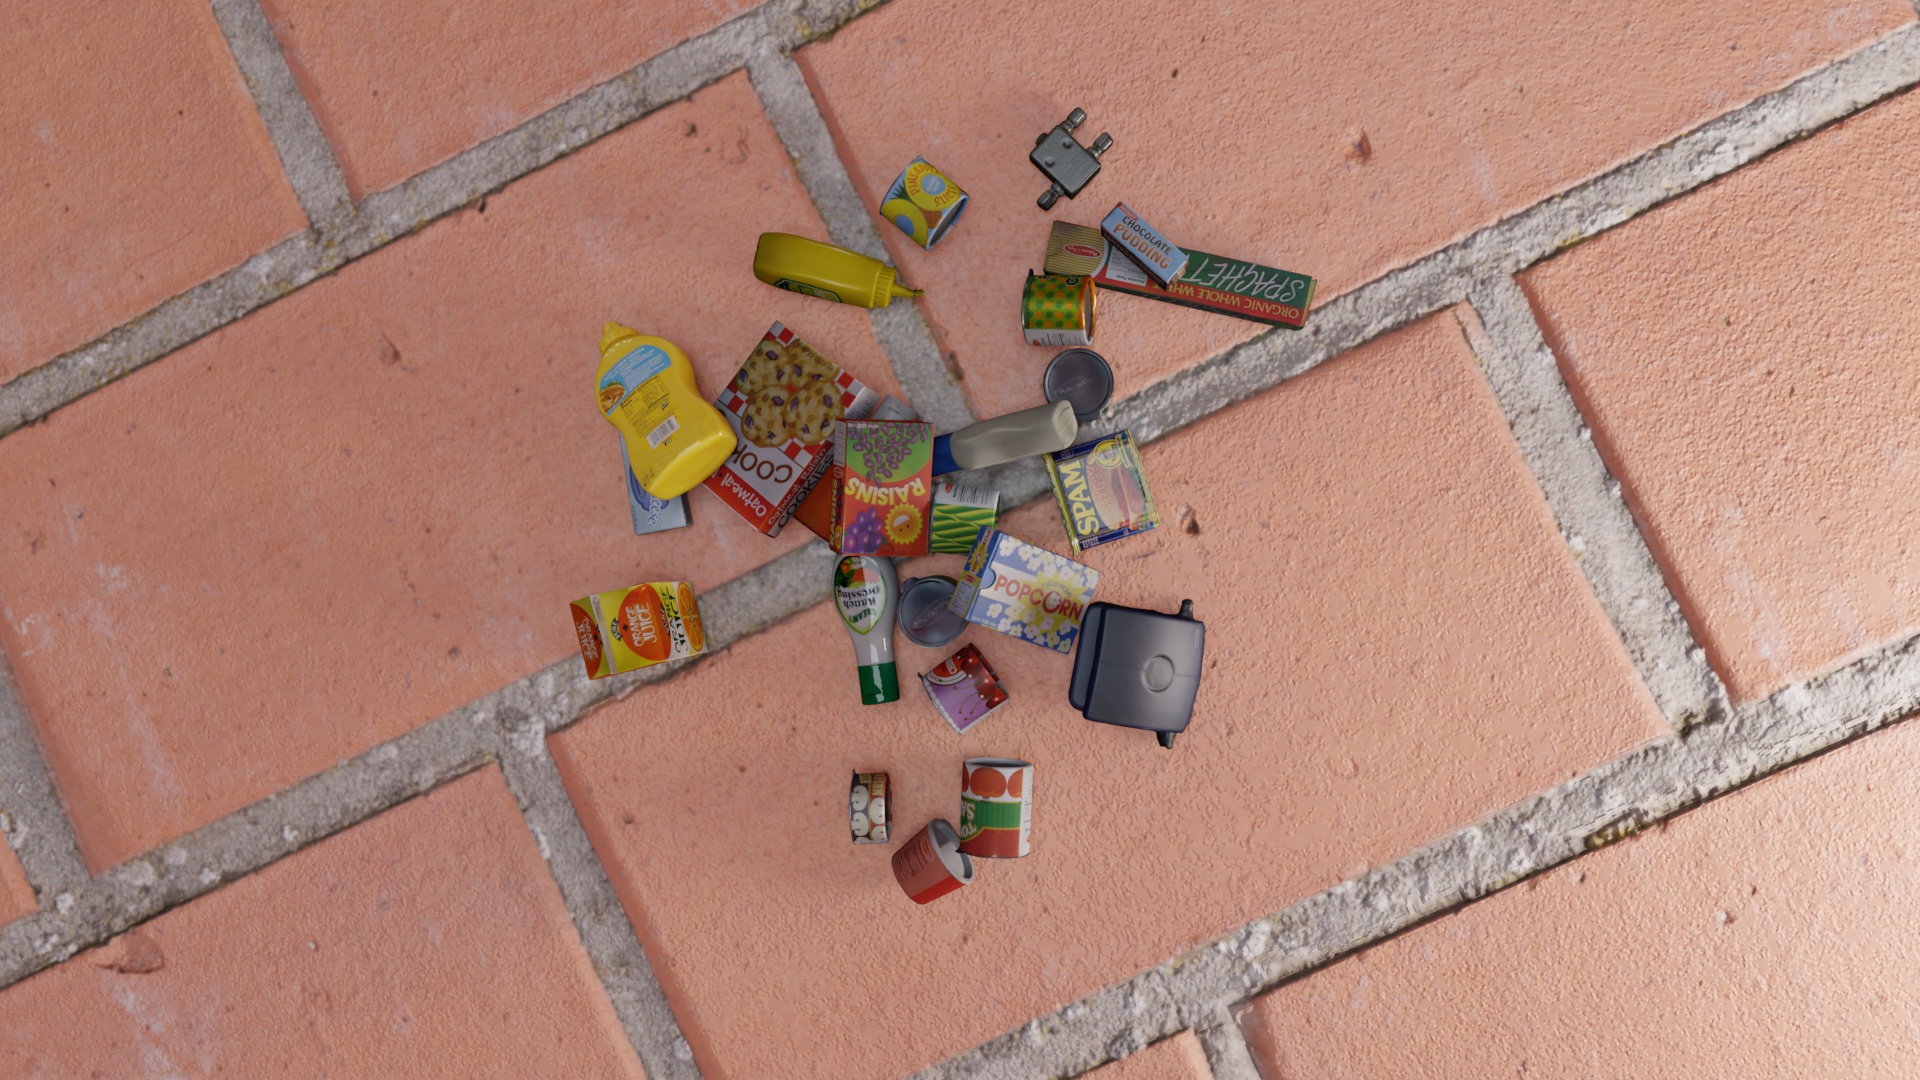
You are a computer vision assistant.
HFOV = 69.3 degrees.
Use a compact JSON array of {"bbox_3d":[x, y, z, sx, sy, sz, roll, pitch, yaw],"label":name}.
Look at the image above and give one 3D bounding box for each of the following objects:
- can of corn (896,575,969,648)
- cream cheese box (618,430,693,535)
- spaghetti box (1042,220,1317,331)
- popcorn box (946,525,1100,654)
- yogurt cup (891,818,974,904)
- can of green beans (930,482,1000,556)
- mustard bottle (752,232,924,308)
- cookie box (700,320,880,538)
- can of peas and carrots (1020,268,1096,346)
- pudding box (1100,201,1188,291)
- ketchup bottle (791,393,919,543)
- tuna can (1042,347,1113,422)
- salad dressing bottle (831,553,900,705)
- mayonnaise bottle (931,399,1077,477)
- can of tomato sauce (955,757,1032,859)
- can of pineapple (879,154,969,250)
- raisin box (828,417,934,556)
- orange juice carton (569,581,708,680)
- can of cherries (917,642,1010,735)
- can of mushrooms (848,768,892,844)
[{"bbox_3d":[-0.025,0.063,1.298,0.071,0.058,0.071,0,90,5],"label":"can of corn"},{"bbox_3d":[-0.294,-0.060,1.339,0.053,0.024,0.103,-10,89,3],"label":"cream cheese box"},{"bbox_3d":[0.203,-0.247,1.299,0.250,0.028,0.050,14,90,5],"label":"spaghetti box"},{"bbox_3d":[0.060,0.046,1.269,0.127,0.038,0.085,21,92,-34],"label":"popcorn box"},{"bbox_3d":[-0.027,0.302,1.294,0.054,0.072,0.072,-36,87,12],"label":"yogurt cup"},{"bbox_3d":[0.005,-0.018,1.293,0.058,0.071,0.071,6,90,4],"label":"can of green beans"},{"bbox_3d":[-0.113,-0.249,1.309,0.160,0.065,0.049,14,87,1],"label":"mustard bottle"},{"bbox_3d":[-0.173,-0.104,1.306,0.123,0.040,0.167,38,93,24],"label":"cookie box"},{"bbox_3d":[0.092,-0.215,1.284,0.059,0.071,0.071,3,90,15],"label":"can of peas and carrots"},{"bbox_3d":[0.167,-0.267,1.262,0.084,0.049,0.030,42,94,5],"label":"pudding box"},{"bbox_3d":[-0.095,-0.069,1.313,0.065,0.043,0.148,35,92,9],"label":"ketchup bottle"},{"bbox_3d":[0.112,-0.143,1.303,0.071,0.033,0.071,0,89,5],"label":"tuna can"},{"bbox_3d":[-0.084,0.080,1.310,0.064,0.044,0.147,-9,89,18],"label":"salad dressing bottle"},{"bbox_3d":[0.031,-0.091,1.284,0.148,0.065,0.041,-13,108,25],"label":"mayonnaise bottle"},{"bbox_3d":[0.031,0.247,1.287,0.071,0.071,0.083,2,89,5],"label":"can of tomato sauce"},{"bbox_3d":[-0.033,-0.315,1.299,0.058,0.071,0.071,38,93,3],"label":"can of pineapple"},{"bbox_3d":[-0.072,-0.048,1.265,0.086,0.040,0.123,0,99,-25],"label":"raisin box"},{"bbox_3d":[-0.293,0.080,1.253,0.073,0.192,0.072,-15,88,4],"label":"orange juice carton"},{"bbox_3d":[0.004,0.135,1.290,0.058,0.071,0.071,-35,87,4],"label":"can of cherries"},{"bbox_3d":[-0.084,0.248,1.296,0.033,0.071,0.071,-2,89,4],"label":"can of mushrooms"}]
